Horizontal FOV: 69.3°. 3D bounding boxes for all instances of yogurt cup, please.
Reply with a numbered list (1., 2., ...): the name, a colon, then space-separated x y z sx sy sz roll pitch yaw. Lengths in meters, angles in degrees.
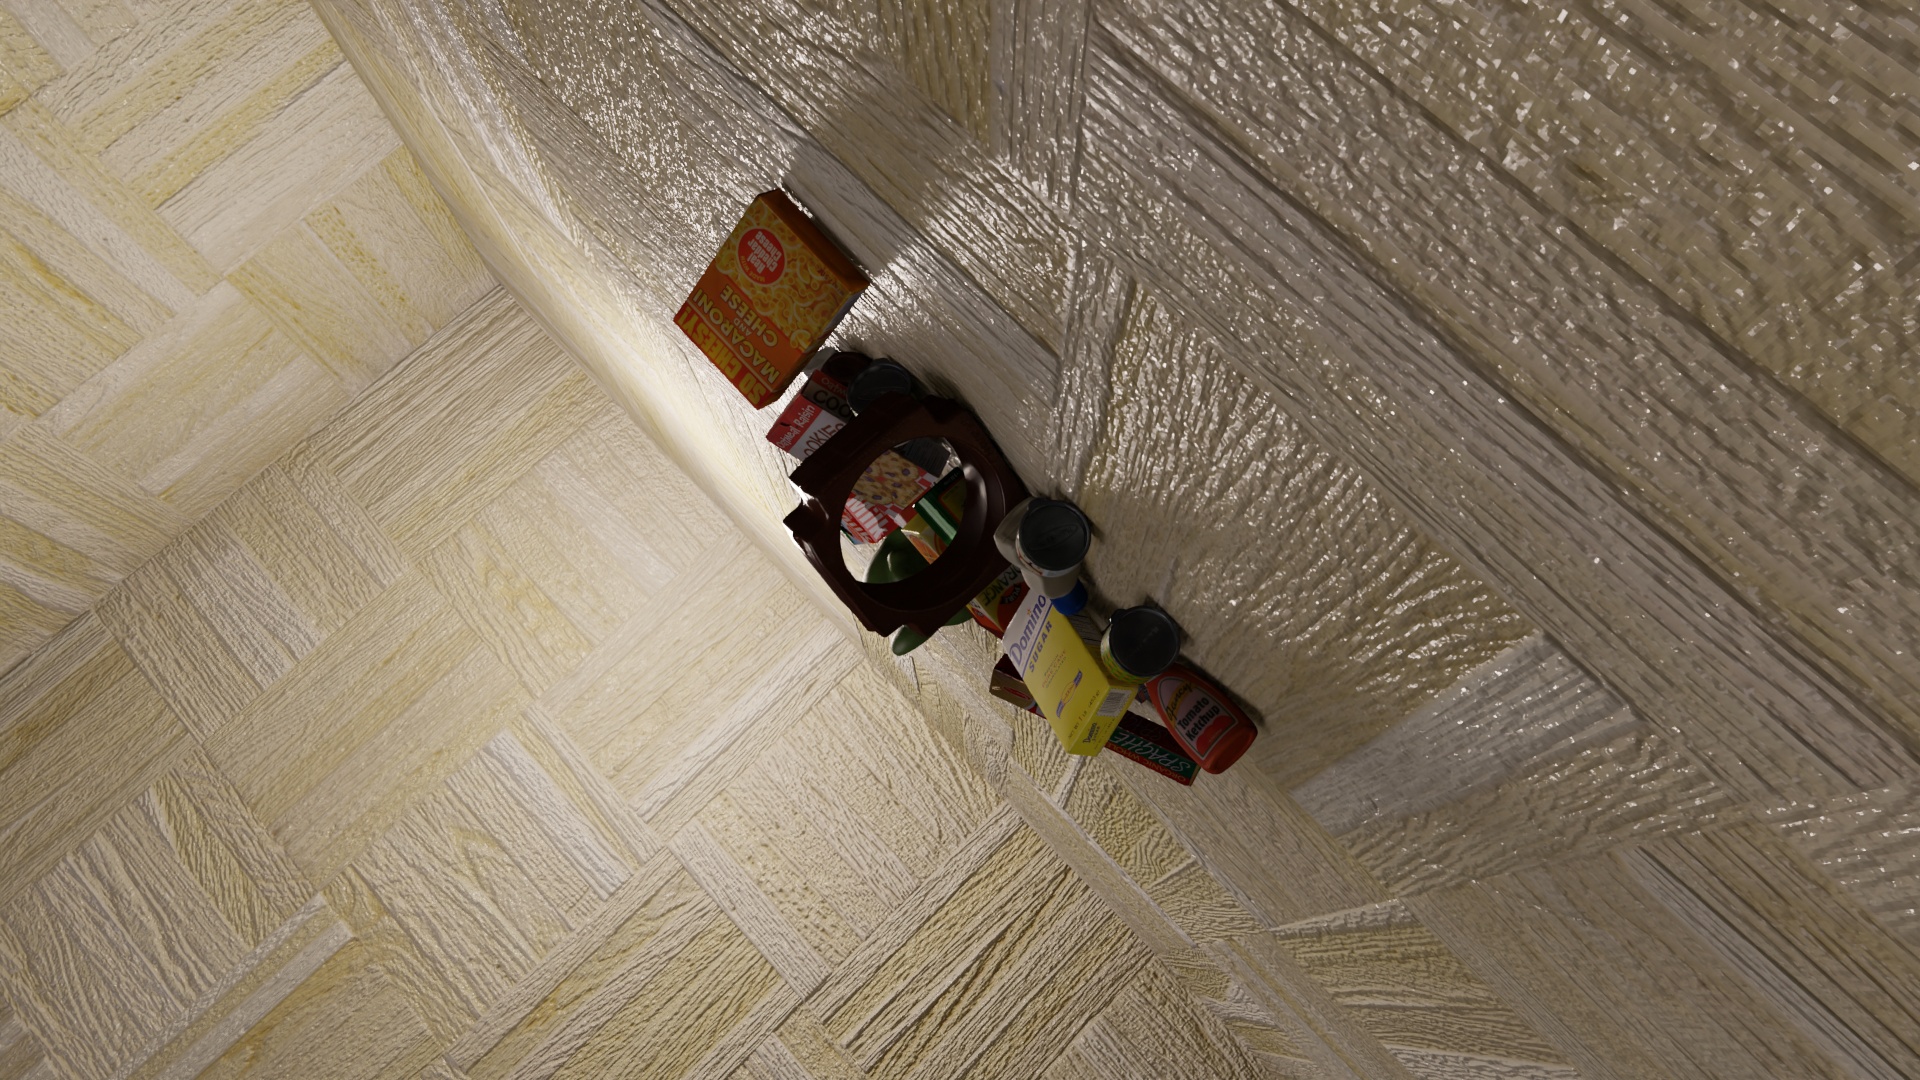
1. yogurt cup: -0.057 -0.046 1.631 0.072 0.054 0.072 45 168 12

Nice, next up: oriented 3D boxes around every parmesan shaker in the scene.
1. parmesan shaker: 0.005 -0.018 1.463 0.103 0.071 0.071 48 168 -1

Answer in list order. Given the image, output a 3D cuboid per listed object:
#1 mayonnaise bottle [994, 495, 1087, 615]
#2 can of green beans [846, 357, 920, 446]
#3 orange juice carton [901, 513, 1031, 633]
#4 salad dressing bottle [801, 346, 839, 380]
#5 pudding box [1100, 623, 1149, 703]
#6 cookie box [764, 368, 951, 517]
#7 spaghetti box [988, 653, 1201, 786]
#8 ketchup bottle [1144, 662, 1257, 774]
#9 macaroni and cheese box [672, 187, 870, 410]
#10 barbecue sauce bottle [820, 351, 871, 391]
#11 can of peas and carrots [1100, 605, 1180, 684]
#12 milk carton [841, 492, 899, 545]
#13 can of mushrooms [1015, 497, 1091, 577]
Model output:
1. mayonnaise bottle: 0.084 0.021 1.346 0.041 0.065 0.147 35 167 39
2. can of green beans: -0.073 -0.134 1.376 0.071 0.071 0.057 40 167 28
3. orange juice carton: 0.028 0.037 1.557 0.192 0.073 0.072 50 167 -15
4. salad dressing bottle: -0.116 -0.146 1.541 0.064 0.044 0.147 10 144 52
5. pudding box: 0.174 0.128 1.451 0.050 0.030 0.083 38 165 40
6. cookie box: -0.111 -0.100 1.469 0.167 0.040 0.122 31 151 -12
7. spaghetti box: 0.151 0.199 1.541 0.250 0.029 0.049 24 140 12
8. ketchup bottle: 0.213 0.152 1.323 0.043 0.064 0.149 33 -168 -49
9. macaroni and cheese box: -0.176 -0.220 1.282 0.124 0.040 0.165 47 125 3
10. barbecue sauce bottle: -0.092 -0.136 1.486 0.065 0.044 0.148 21 154 39
11. can of peas and carrots: 0.164 0.097 1.292 0.071 0.071 0.058 45 168 8
12. milk carton: -0.117 -0.044 1.797 0.072 0.073 0.190 50 167 -10
13. can of mushrooms: 0.083 -0.003 1.259 0.071 0.071 0.033 45 168 9
